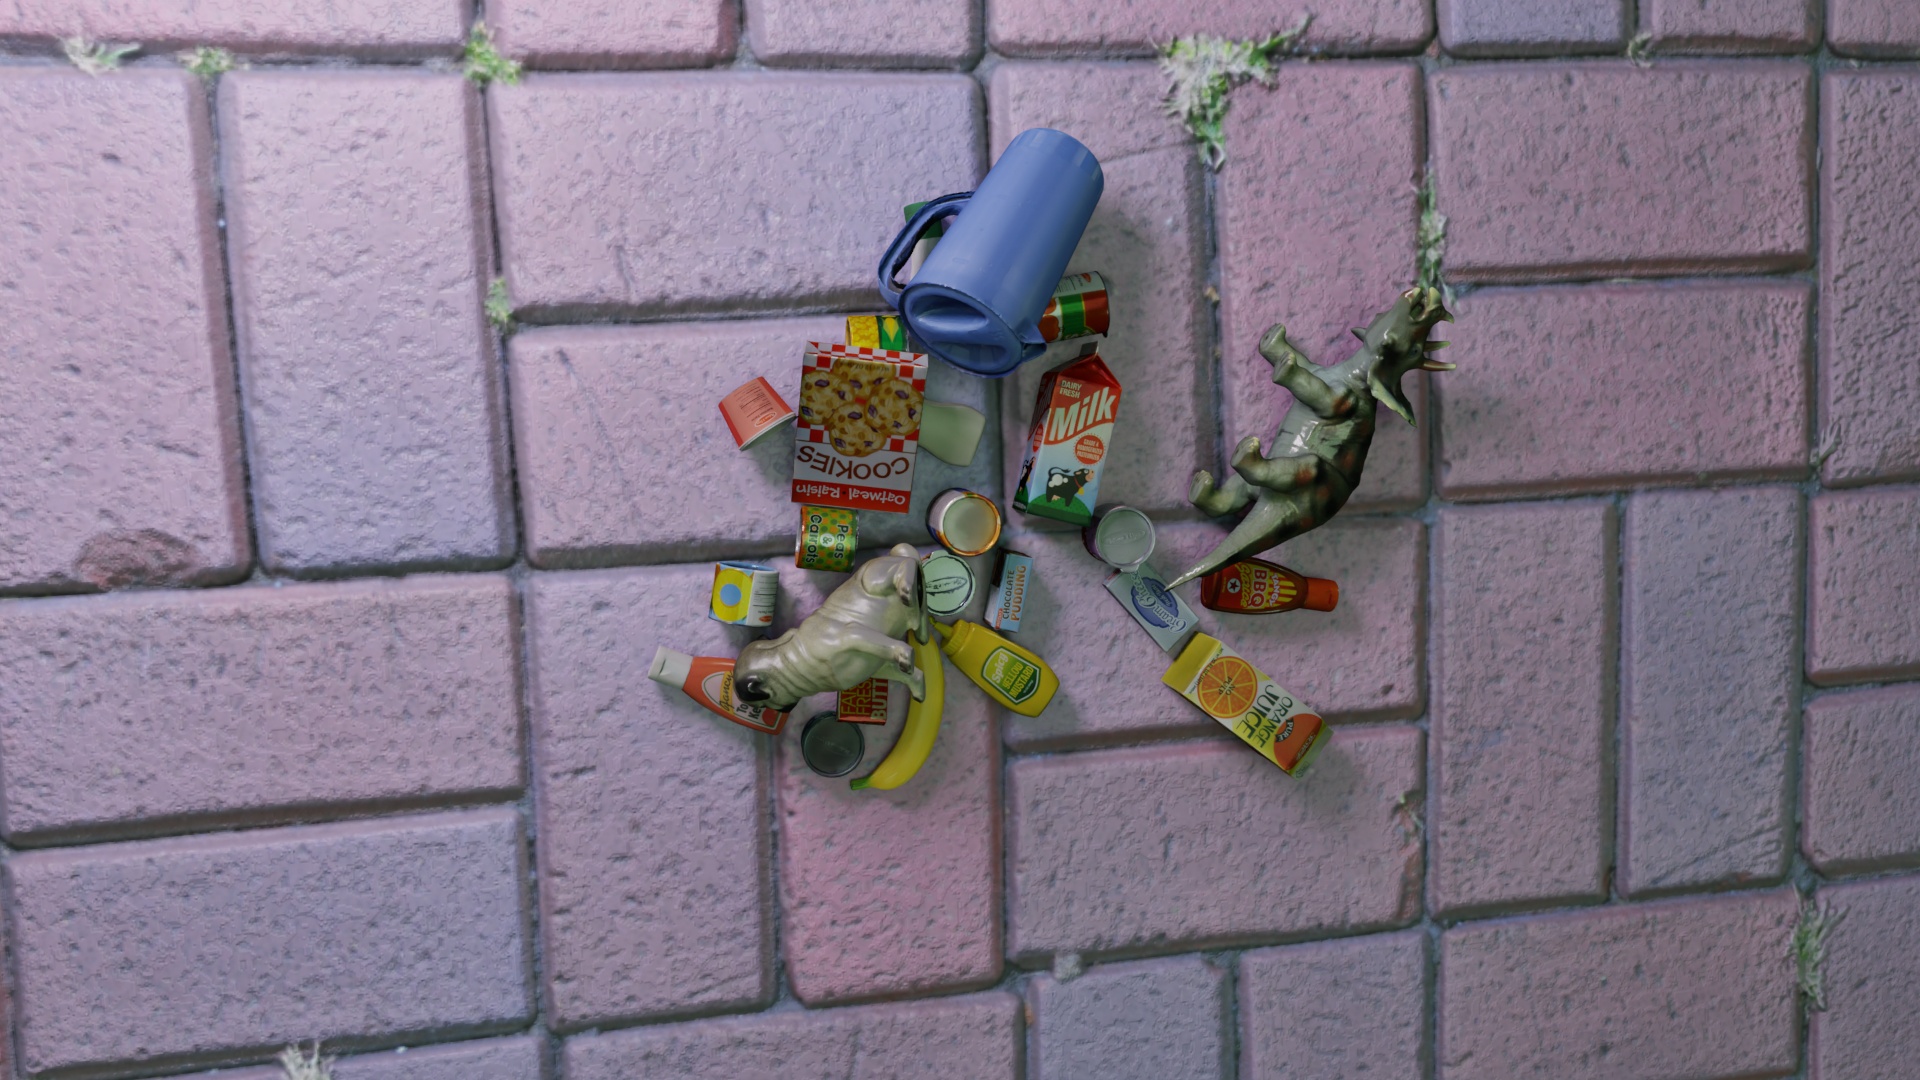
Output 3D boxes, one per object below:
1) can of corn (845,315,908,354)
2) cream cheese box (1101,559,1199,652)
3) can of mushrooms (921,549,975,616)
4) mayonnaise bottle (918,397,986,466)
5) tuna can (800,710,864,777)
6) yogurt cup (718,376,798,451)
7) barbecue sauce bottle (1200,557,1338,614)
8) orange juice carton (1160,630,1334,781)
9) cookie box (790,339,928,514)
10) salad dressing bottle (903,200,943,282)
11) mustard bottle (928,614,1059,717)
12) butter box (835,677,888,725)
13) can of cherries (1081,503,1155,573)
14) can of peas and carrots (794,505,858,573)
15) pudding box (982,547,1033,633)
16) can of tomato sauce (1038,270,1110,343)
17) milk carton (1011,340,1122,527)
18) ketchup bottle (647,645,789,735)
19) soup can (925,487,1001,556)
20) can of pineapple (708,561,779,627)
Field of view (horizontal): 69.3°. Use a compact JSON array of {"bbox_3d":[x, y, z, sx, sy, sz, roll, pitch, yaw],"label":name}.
[{"bbox_3d":[-0.086,-0.200,1.423,0.058,0.071,0.071,-2,96,-10],"label":"can of corn"},{"bbox_3d":[0.209,0.067,1.523,0.053,0.024,0.103,-43,101,-4],"label":"cream cheese box"},{"bbox_3d":[-0.019,0.043,1.473,0.071,0.033,0.071,-1,96,-10],"label":"can of mushrooms"},{"bbox_3d":[-0.051,-0.127,1.448,0.148,0.041,0.064,19,99,-10],"label":"mayonnaise bottle"},{"bbox_3d":[-0.134,0.212,1.467,0.071,0.033,0.071,-1,96,-11],"label":"tuna can"},{"bbox_3d":[-0.209,-0.130,1.407,0.072,0.072,0.054,-34,92,-6],"label":"yogurt cup"},{"bbox_3d":[0.343,0.053,1.537,0.149,0.043,0.065,7,93,-12],"label":"barbecue sauce bottle"},{"bbox_3d":[0.323,0.186,1.531,0.192,0.073,0.072,37,88,-12],"label":"orange juice carton"},{"bbox_3d":[-0.104,-0.112,1.405,0.123,0.040,0.166,6,119,-5],"label":"cookie box"},{"bbox_3d":[-0.029,-0.275,1.438,0.064,0.044,0.147,-10,95,-9],"label":"salad dressing bottle"},{"bbox_3d":[0.028,0.127,1.482,0.160,0.049,0.065,34,84,-12],"label":"mustard bottle"},{"bbox_3d":[-0.102,0.141,1.453,0.053,0.024,0.104,4,71,-11],"label":"butter box"},{"bbox_3d":[0.169,-0.003,1.492,0.071,0.058,0.071,-1,96,-12],"label":"can of cherries"},{"bbox_3d":[-0.137,-0.001,1.428,0.059,0.071,0.071,6,94,-11],"label":"can of peas and carrots"},{"bbox_3d":[0.050,0.052,1.479,0.030,0.049,0.083,11,93,-13],"label":"pudding box"},{"bbox_3d":[0.107,-0.241,1.455,0.083,0.071,0.071,-12,98,-9],"label":"can of tomato sauce"},{"bbox_3d":[0.116,-0.116,1.464,0.073,0.072,0.190,12,93,-11],"label":"milk carton"},{"bbox_3d":[-0.247,0.149,1.435,0.149,0.043,0.064,21,88,-11],"label":"ketchup bottle"},{"bbox_3d":[0.005,-0.018,1.447,0.071,0.084,0.071,-1,96,-11],"label":"soup can"},{"bbox_3d":[-0.223,0.054,1.420,0.071,0.071,0.058,8,93,-11],"label":"can of pineapple"}]
